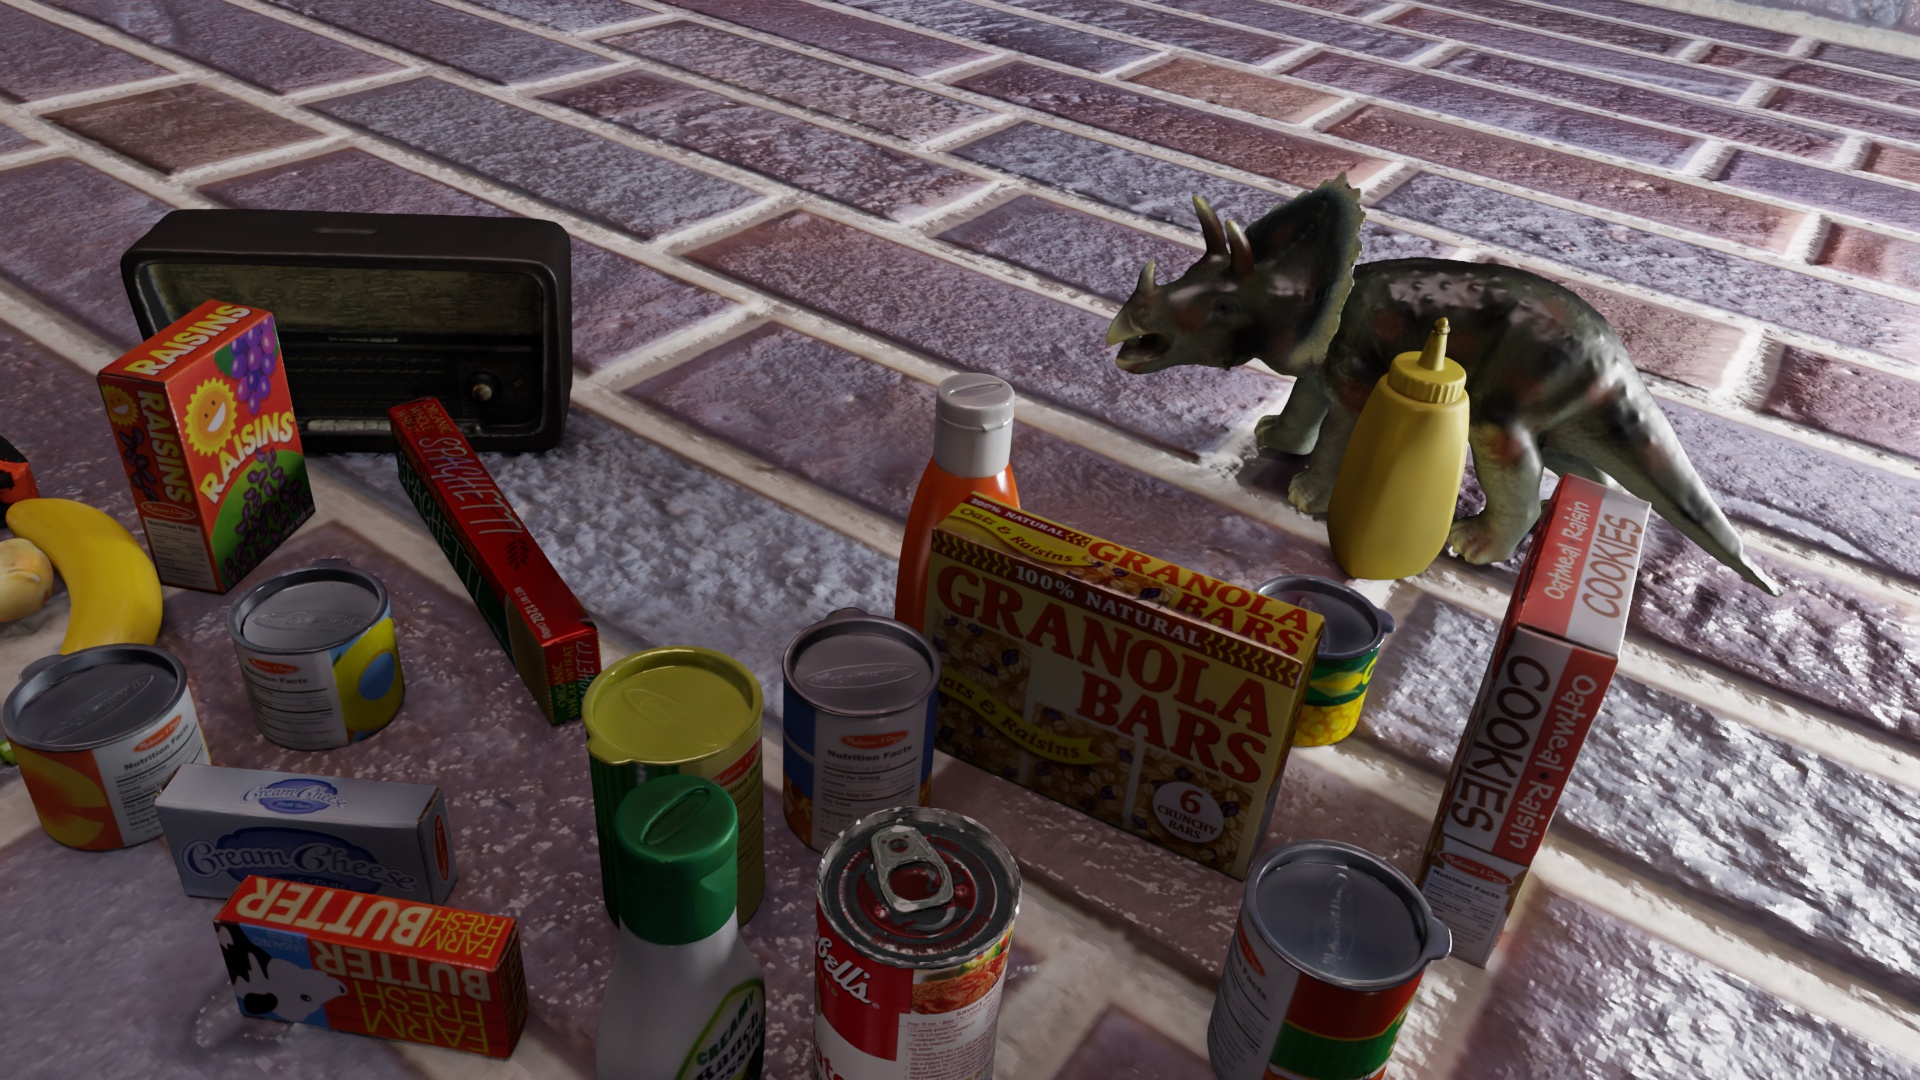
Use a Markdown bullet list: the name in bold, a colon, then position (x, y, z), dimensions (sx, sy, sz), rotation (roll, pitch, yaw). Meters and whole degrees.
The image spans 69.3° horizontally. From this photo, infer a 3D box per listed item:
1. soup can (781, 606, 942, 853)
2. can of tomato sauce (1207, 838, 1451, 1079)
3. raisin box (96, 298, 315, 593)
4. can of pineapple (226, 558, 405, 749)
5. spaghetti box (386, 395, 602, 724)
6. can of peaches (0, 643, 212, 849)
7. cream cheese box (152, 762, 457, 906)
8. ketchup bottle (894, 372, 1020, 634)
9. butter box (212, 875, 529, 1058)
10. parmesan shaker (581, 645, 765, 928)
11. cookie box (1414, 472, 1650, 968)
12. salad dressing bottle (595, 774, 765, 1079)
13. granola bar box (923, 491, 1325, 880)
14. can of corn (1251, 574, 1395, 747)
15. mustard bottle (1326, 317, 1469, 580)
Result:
- **soup can**: position (-0.044, 0.083, 0.599), dimensions (0.071, 0.083, 0.072), rotation (4, 34, -2)
- **can of tomato sauce**: position (0.131, 0.163, 0.507), dimensions (0.071, 0.082, 0.071), rotation (4, 34, -2)
- **raisin box**: position (-0.381, -0.048, 0.710), dimensions (0.040, 0.122, 0.086), rotation (10, 34, 7)
- **can of pineapple**: position (-0.291, 0.052, 0.634), dimensions (0.071, 0.057, 0.071), rotation (4, 34, -2)
- **spaghetti box**: position (-0.246, 0.002, 0.720), dimensions (0.029, 0.049, 0.251), rotation (-18, 40, -30)
- **can of peaches**: position (-0.353, 0.084, 0.577), dimensions (0.071, 0.057, 0.071), rotation (4, 34, -2)
- **cream cheese box**: position (-0.255, 0.118, 0.545), dimensions (0.104, 0.053, 0.024), rotation (5, 34, 0)
- **ketchup bottle**: position (0.002, -0.009, 0.682), dimensions (0.065, 0.148, 0.044), rotation (-13, 38, -26)
- **butter box**: position (-0.209, 0.154, 0.500), dimensions (0.103, 0.052, 0.024), rotation (8, 34, 4)
- **parmesan shaker**: position (-0.112, 0.103, 0.543), dimensions (0.071, 0.102, 0.072), rotation (4, 34, -2)
- **cookie box**: position (0.233, 0.073, 0.577), dimensions (0.040, 0.166, 0.123), rotation (19, 36, 20)
- **salad dressing bottle**: position (-0.090, 0.141, 0.450), dimensions (0.044, 0.146, 0.064), rotation (22, 37, 23)
- **granola bar box**: position (0.064, 0.062, 0.609), dimensions (0.166, 0.123, 0.039), rotation (20, 37, 21)
- **can of corn**: position (0.172, 0.059, 0.686), dimensions (0.071, 0.058, 0.071), rotation (4, 34, -2)
- **mustard bottle**: position (0.249, -0.053, 0.771), dimensions (0.065, 0.159, 0.049), rotation (-3, 35, -12)
